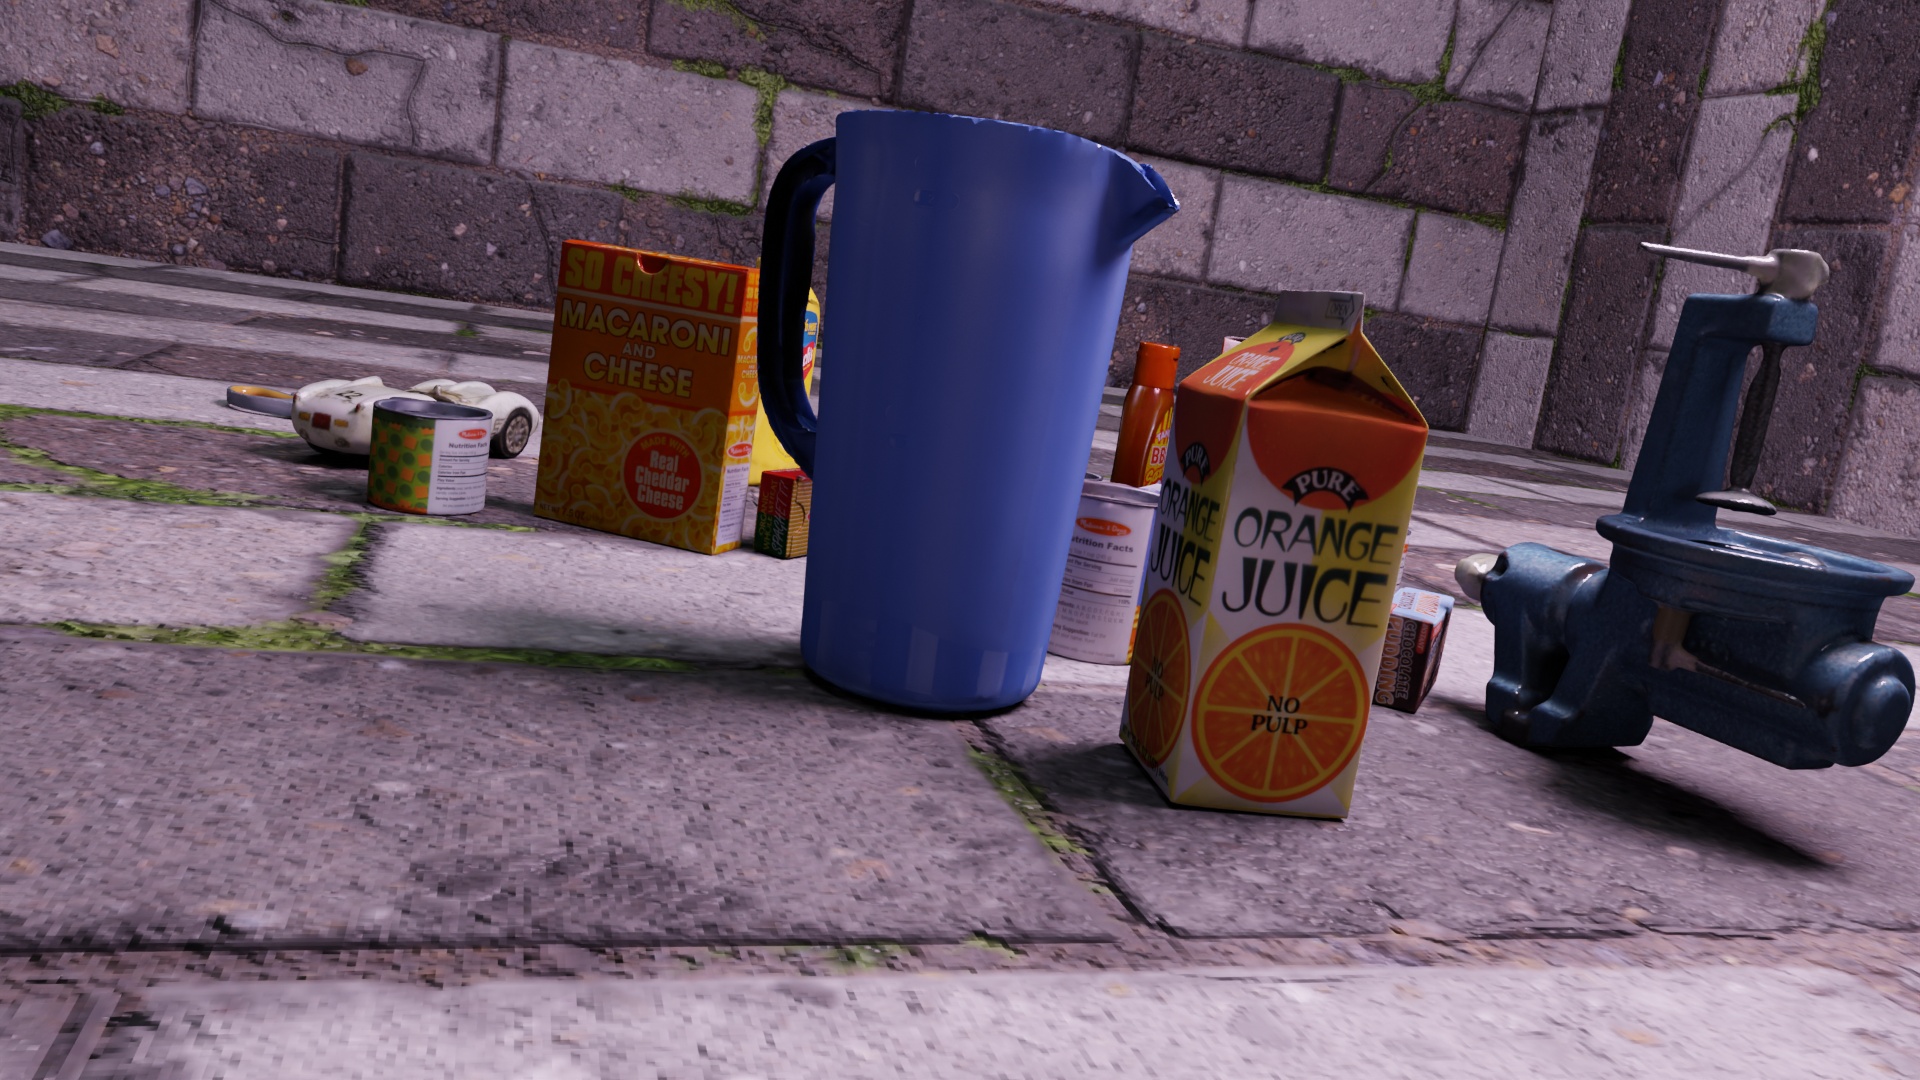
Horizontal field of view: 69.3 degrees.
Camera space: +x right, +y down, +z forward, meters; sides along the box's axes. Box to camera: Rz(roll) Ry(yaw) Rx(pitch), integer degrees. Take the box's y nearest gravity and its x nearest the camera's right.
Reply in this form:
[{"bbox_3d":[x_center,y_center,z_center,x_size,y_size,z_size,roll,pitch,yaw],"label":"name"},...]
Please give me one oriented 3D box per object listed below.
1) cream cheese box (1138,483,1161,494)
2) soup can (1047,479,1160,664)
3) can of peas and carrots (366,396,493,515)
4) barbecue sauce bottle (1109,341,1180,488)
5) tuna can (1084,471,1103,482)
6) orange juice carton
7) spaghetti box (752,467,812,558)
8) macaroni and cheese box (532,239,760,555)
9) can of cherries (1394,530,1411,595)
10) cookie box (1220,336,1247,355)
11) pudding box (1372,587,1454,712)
[{"bbox_3d":[0.128,-0.009,0.974,0.024,0.053,0.104,13,11,24],"label":"cream cheese box"},{"bbox_3d":[0.073,0.014,0.717,0.071,0.083,0.071,8,10,-1],"label":"soup can"},{"bbox_3d":[-0.314,-0.050,0.819,0.071,0.058,0.071,8,10,-1],"label":"can of peas and carrots"},{"bbox_3d":[0.164,-0.101,1.236,0.044,0.148,0.065,13,11,23],"label":"barbecue sauce bottle"},{"bbox_3d":[0.085,-0.044,1.181,0.071,0.032,0.071,8,10,-1],"label":"tuna can"},{"bbox_3d":[0.118,0.001,0.528,0.073,0.192,0.072,7,10,-11],"label":"orange juice carton"},{"bbox_3d":[-0.053,-0.026,0.928,0.029,0.050,0.251,13,11,26],"label":"spaghetti box"},{"bbox_3d":[-0.182,-0.086,0.820,0.124,0.166,0.040,12,10,16],"label":"macaroni and cheese box"},{"bbox_3d":[0.264,0.015,0.942,0.071,0.058,0.071,8,10,-1],"label":"can of cherries"},{"bbox_3d":[0.210,-0.073,1.068,0.040,0.167,0.123,11,10,11],"label":"cookie box"},{"bbox_3d":[0.233,0.055,0.724,0.030,0.049,0.084,13,11,24],"label":"pudding box"}]
